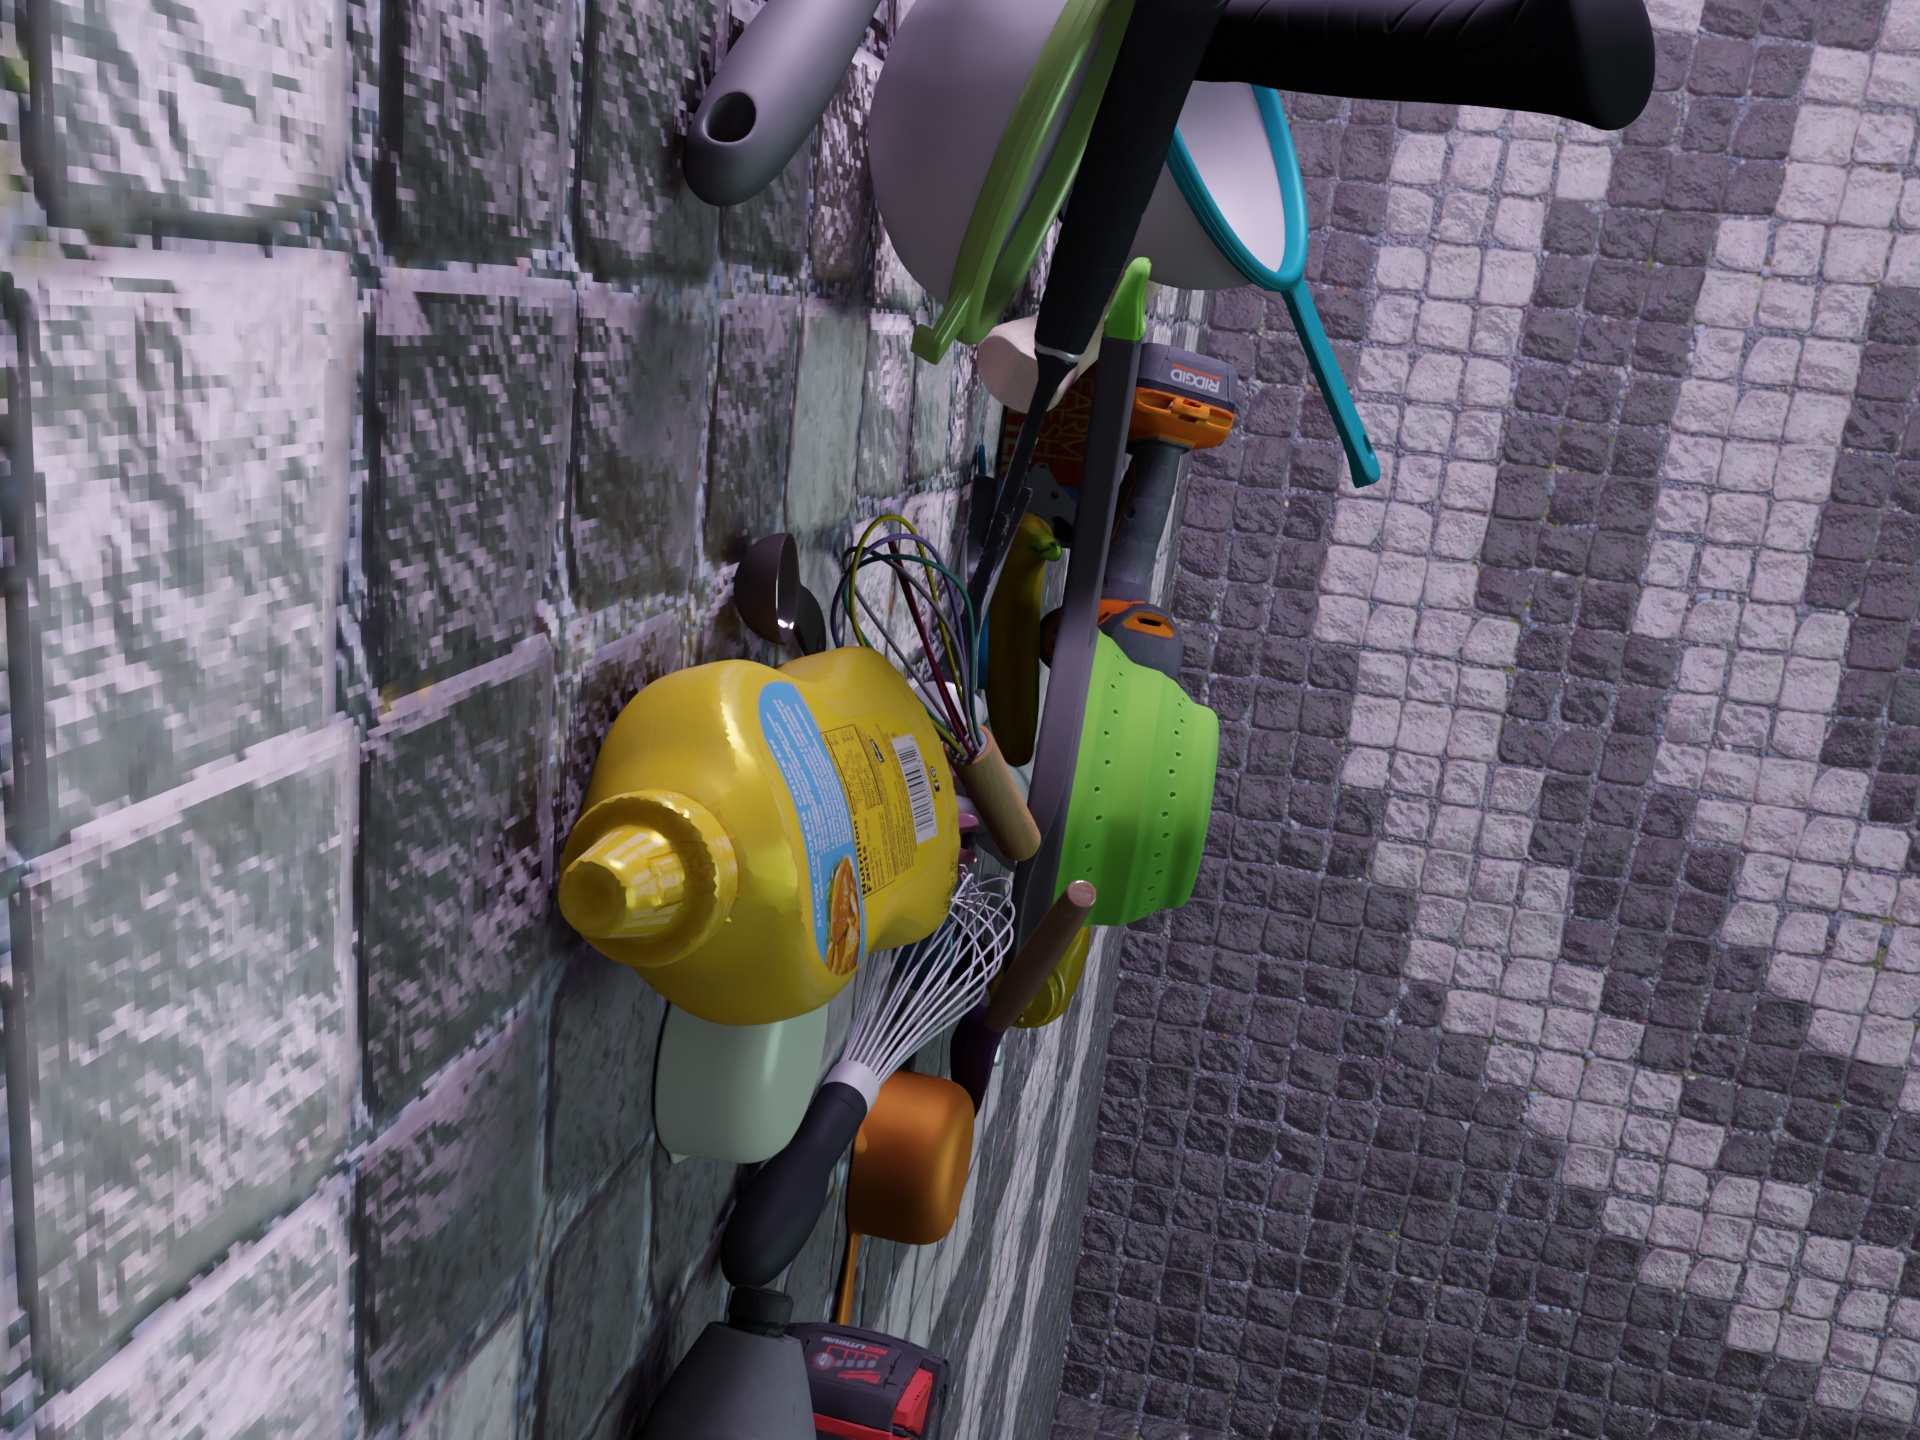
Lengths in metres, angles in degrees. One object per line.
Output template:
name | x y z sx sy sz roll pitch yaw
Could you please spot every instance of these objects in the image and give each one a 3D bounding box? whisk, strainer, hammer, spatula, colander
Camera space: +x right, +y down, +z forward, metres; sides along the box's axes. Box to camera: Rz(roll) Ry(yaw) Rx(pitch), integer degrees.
whisk | -0.027 -0.225 0.450 0.055 0.055 0.239 84 23 -55
whisk | -0.037 0.140 0.688 0.285 0.070 0.070 -52 150 -60
strainer | 0.132 -0.266 0.881 0.340 0.095 0.211 60 34 -23
hammer | 0.005 0.148 0.972 0.331 0.033 0.128 53 47 -76
hammer | 0.100 -0.234 0.561 0.335 0.035 0.146 38 -42 53
spatula | 0.023 0.143 0.787 0.315 0.018 0.060 111 -23 -61
hammer | 0.037 -0.138 0.626 0.408 0.036 0.149 111 -6 -60
strainer | 0.014 0.056 0.932 0.258 0.050 0.087 22 60 -74
colander | 0.096 -0.033 0.832 0.205 0.094 0.396 -69 168 -66
whisk | 0.000 -0.004 0.665 0.244 0.051 0.047 62 17 -55
strainer | 0.026 -0.252 0.517 0.151 0.069 0.256 -63 177 -58
hammer | 0.104 -0.250 0.941 0.038 0.146 0.411 -63 176 33

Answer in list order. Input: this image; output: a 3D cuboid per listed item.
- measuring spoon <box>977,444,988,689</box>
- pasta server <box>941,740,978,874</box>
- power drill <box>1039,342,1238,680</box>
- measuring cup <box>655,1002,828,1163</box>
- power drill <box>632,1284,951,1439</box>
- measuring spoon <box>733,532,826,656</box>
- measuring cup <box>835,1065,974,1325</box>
measuring spoon | 0.004 -0.080 0.835 0.042 0.021 0.128 -103 -167 -89
pasta server | -0.044 0.048 0.599 0.316 0.040 0.060 -13 94 -78
power drill | 0.107 -0.132 1.092 0.164 0.084 0.226 -165 -94 -70
measuring cup | -0.060 0.114 0.560 0.167 0.038 0.083 48 51 -74
power drill | -0.066 0.282 0.585 0.219 0.078 0.143 62 37 -69
measuring spoon | -0.059 -0.034 0.529 0.124 0.018 0.034 77 16 -81
measuring cup | -0.030 0.269 0.822 0.095 0.052 0.174 69 30 -71
